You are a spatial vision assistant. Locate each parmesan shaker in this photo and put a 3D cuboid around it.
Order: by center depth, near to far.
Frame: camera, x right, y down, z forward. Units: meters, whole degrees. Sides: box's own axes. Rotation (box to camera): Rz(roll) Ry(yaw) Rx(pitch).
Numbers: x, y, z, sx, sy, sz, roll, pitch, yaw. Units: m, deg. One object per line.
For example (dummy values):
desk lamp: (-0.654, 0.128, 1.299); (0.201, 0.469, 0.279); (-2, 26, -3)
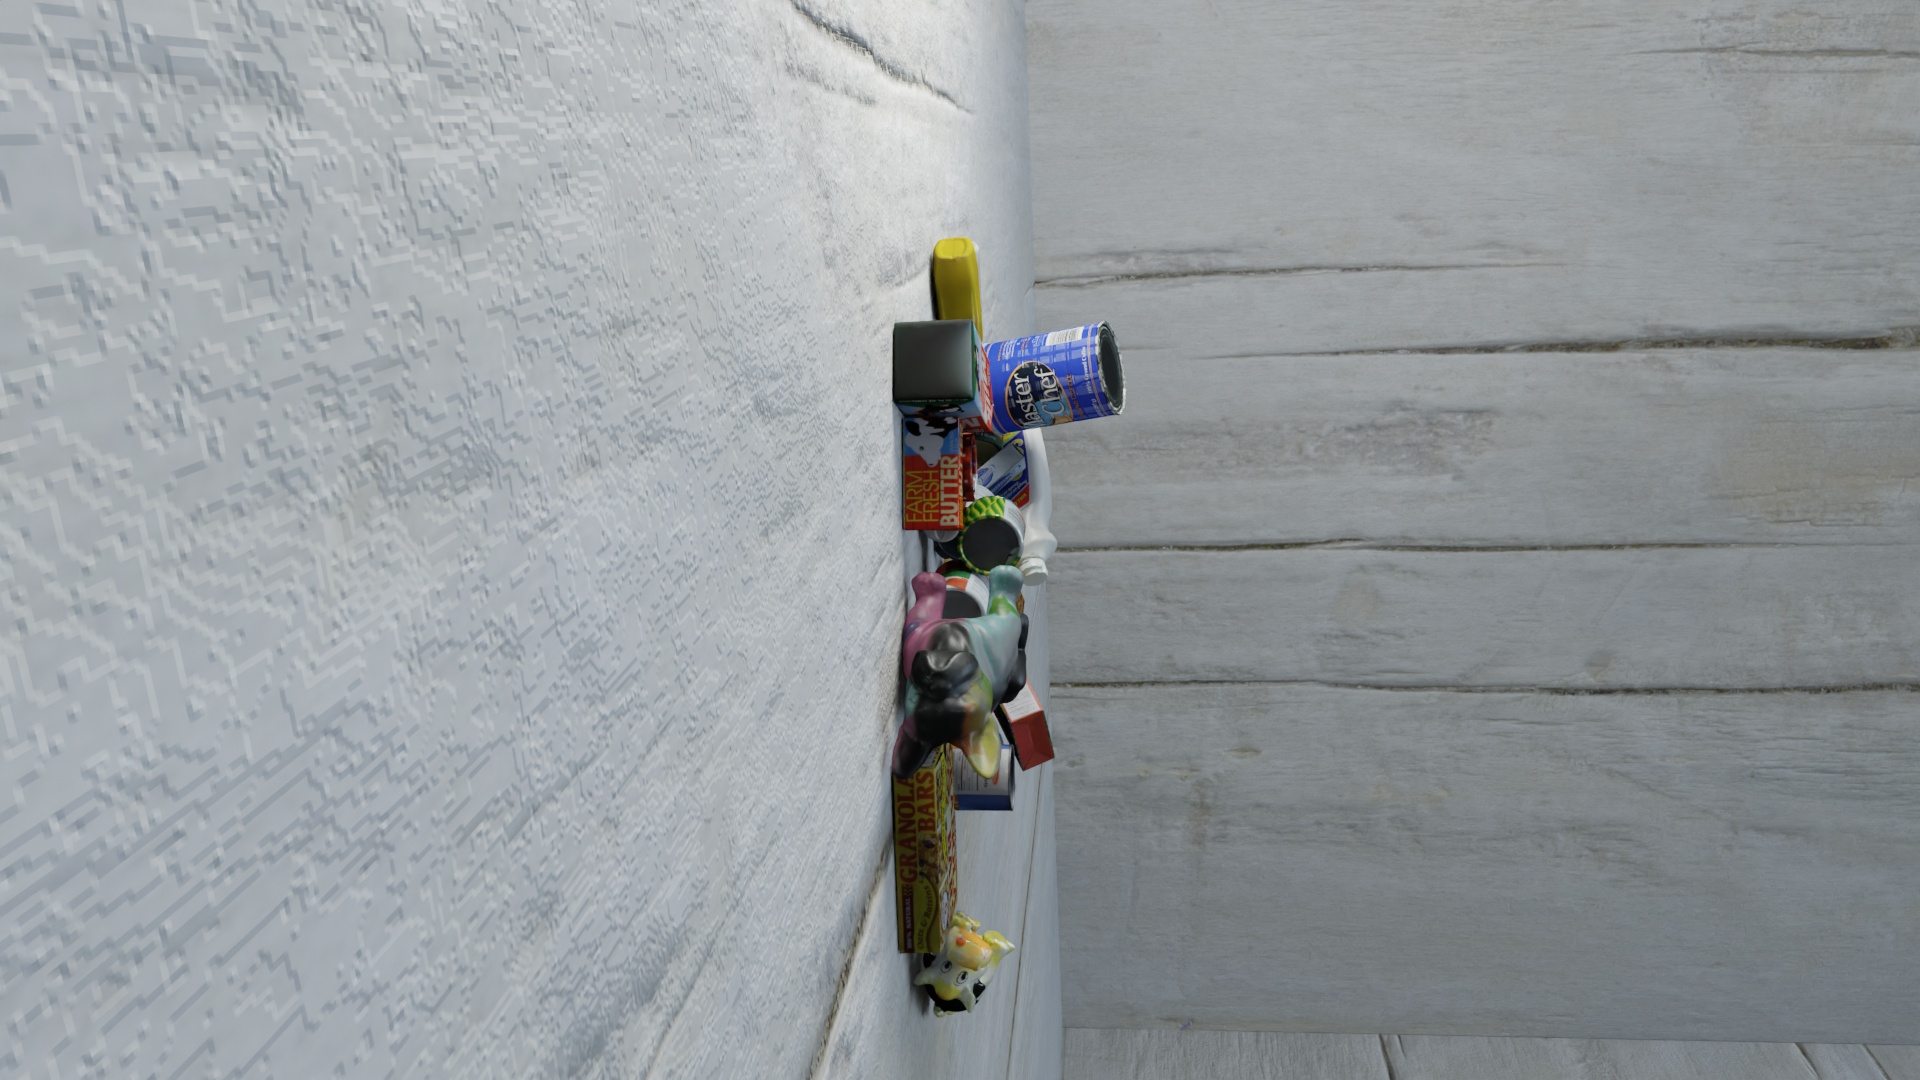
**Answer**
parmesan shaker: (0.020, -0.142, 1.578); (0.071, 0.071, 0.103); (77, 14, -62)

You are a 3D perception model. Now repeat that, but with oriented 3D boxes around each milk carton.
milk carton: (-0.012, -0.145, 1.301); (0.190, 0.072, 0.073); (50, 39, -80)

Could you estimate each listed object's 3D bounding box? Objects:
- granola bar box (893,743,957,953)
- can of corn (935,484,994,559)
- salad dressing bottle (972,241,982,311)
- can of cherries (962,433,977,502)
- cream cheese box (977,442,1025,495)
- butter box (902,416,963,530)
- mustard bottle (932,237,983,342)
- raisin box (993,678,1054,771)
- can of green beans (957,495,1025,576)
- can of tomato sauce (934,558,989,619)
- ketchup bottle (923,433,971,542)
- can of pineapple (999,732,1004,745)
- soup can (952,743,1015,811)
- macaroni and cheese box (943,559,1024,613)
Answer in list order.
granola bar box: (-0.029, 0.262, 1.228); (0.124, 0.039, 0.165); (-50, 138, -80)
can of corn: (0.005, -0.018, 1.470); (0.058, 0.071, 0.070); (-80, 168, -60)
salad dressing bottle: (0.003, -0.263, 1.576); (0.064, 0.044, 0.147); (-105, -171, -58)
can of cherries: (-0.015, -0.071, 1.322); (0.071, 0.058, 0.071); (-4, 93, -84)
cream cheese box: (0.026, -0.063, 1.541); (0.024, 0.104, 0.053); (49, -3, 11)
butter box: (-0.025, -0.060, 1.259); (0.024, 0.053, 0.103); (32, 57, -80)
mustard bottle: (-0.001, -0.247, 1.511); (0.066, 0.049, 0.159); (-86, 172, -52)
raisin box: (0.052, 0.164, 1.438); (0.085, 0.040, 0.124); (74, -8, -45)
can of green beans: (0.031, -0.004, 1.379); (0.058, 0.071, 0.071); (-78, 166, -70)
can of tomato sauce: (-0.005, 0.063, 1.369); (0.083, 0.071, 0.071); (-69, 157, -72)
ketchup bottle: (-0.013, -0.054, 1.402); (0.149, 0.043, 0.064); (-80, 174, -55)
can of pineapple: (0.018, 0.240, 1.503); (0.071, 0.071, 0.057); (-83, 169, -50)
soup can: (0.011, 0.236, 1.380); (0.071, 0.084, 0.071); (-4, 93, -83)
macaroni and cheese box: (0.028, 0.058, 1.564); (0.123, 0.040, 0.167); (62, 15, -17)
